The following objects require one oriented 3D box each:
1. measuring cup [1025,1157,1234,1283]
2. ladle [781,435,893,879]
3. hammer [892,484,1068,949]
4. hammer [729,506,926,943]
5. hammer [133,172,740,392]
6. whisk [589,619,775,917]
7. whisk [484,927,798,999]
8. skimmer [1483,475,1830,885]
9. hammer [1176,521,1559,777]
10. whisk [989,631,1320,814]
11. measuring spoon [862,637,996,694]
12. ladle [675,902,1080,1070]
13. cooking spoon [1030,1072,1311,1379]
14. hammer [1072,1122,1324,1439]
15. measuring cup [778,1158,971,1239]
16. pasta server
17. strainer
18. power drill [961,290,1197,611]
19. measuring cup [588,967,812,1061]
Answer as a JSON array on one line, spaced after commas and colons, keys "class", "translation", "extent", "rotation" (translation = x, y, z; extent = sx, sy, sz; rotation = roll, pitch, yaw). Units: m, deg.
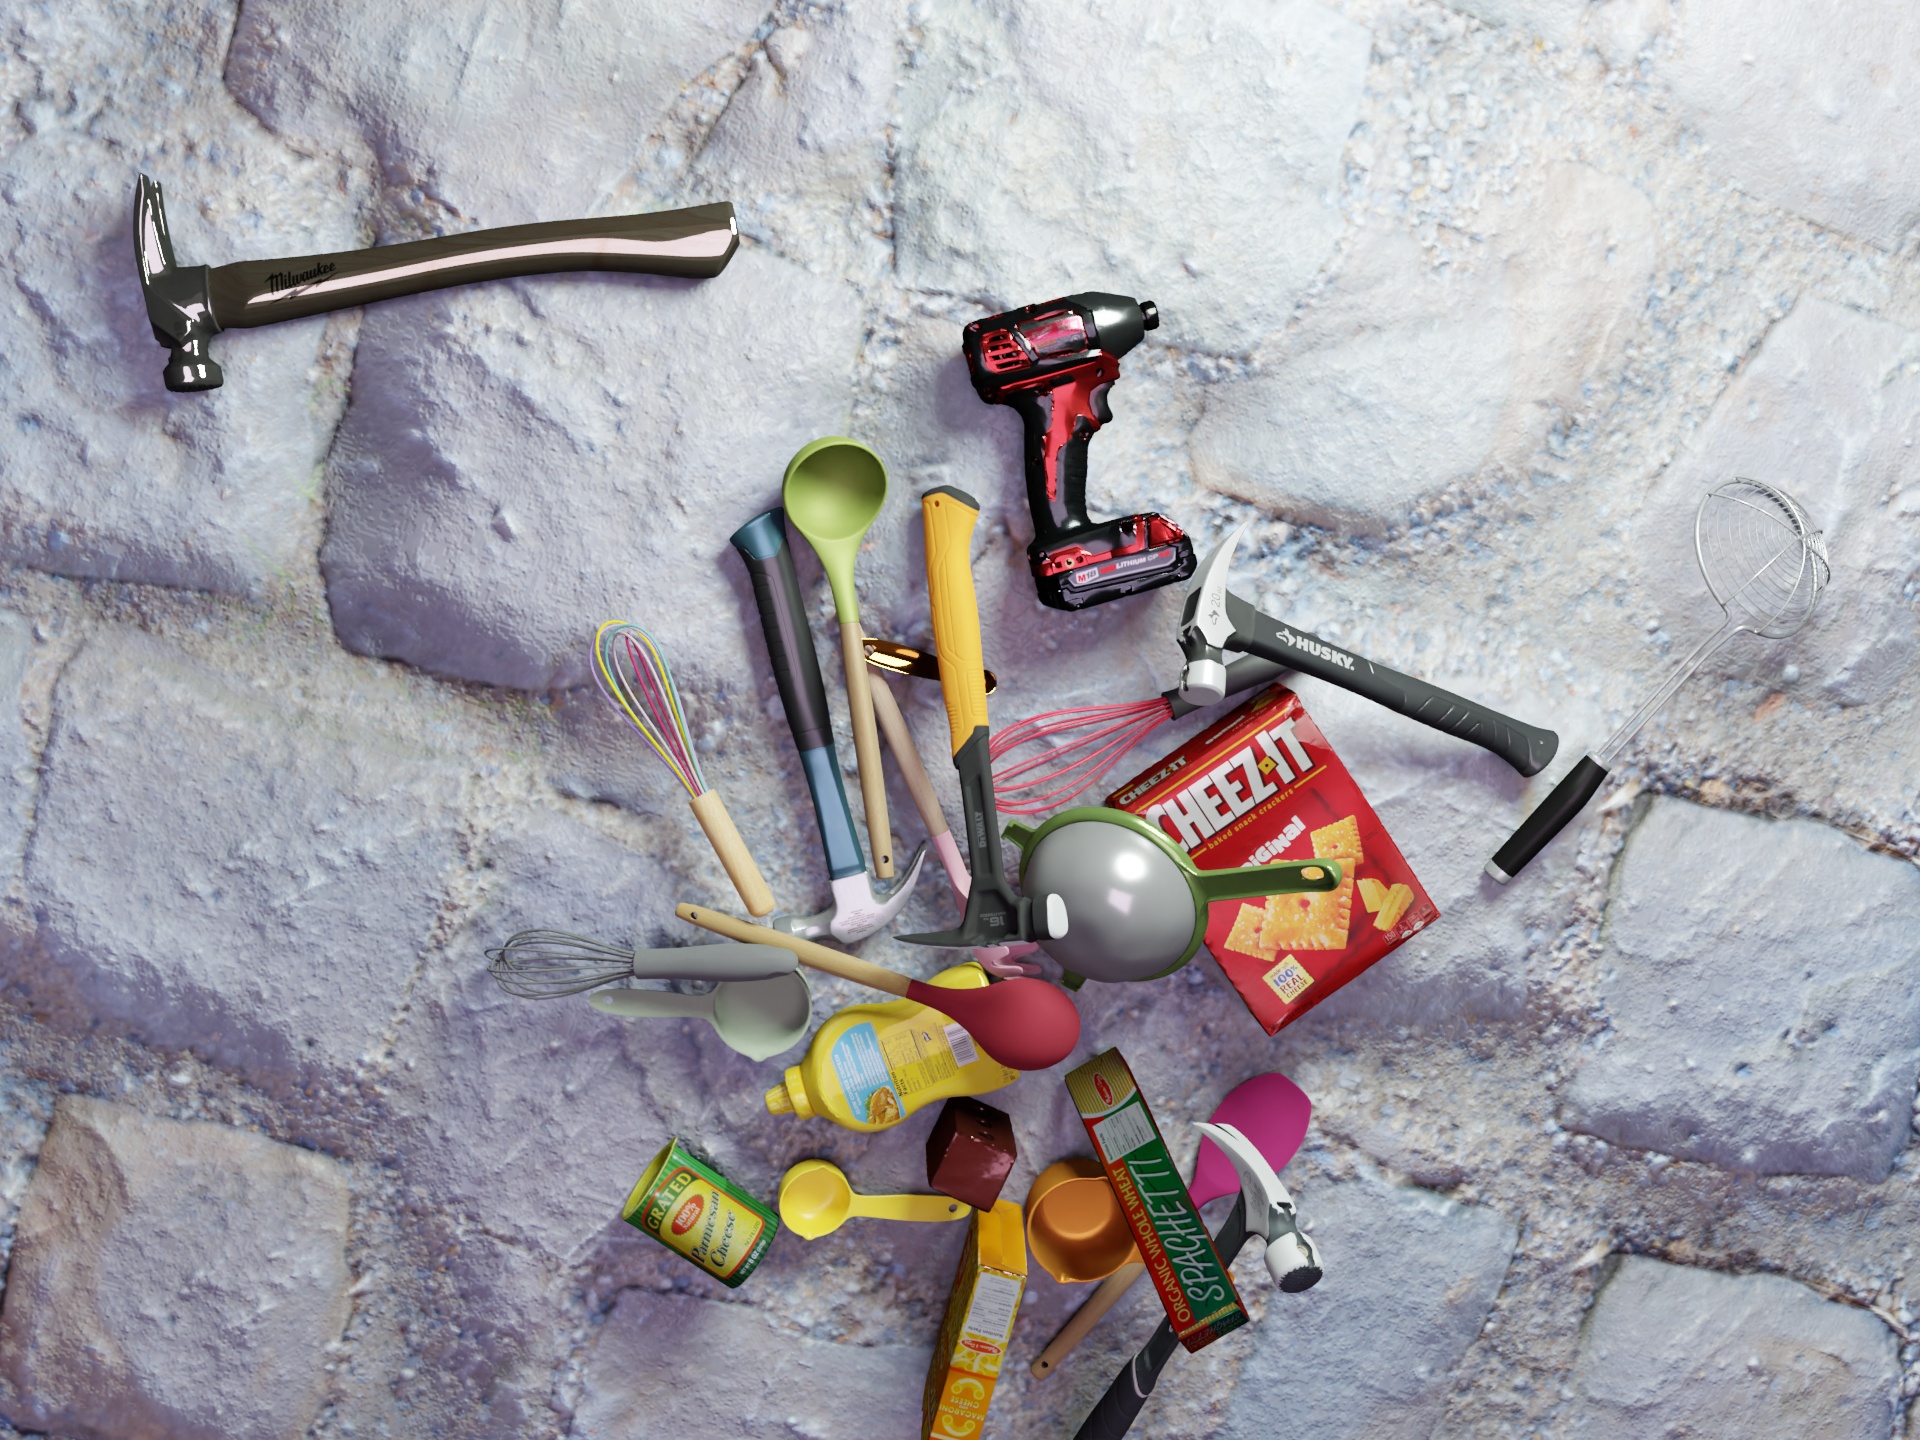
[{"class": "measuring cup", "translation": [0.133, 0.405, 1.258], "extent": [0.173, 0.052, 0.095], "rotation": [21, 98, -7]}, {"class": "ladle", "translation": [-0.074, -0.045, 1.144], "extent": [0.078, 0.062, 0.320], "rotation": [-8, 87, -16]}, {"class": "hammer", "translation": [-0.002, -0.004, 1.153], "extent": [0.127, 0.034, 0.337], "rotation": [-10, 82, 26]}, {"class": "hammer", "translation": [-0.113, 0.007, 1.189], "extent": [0.128, 0.033, 0.331], "rotation": [-14, 99, -2]}, {"class": "hammer", "translation": [-0.363, -0.331, 1.117], "extent": [0.410, 0.038, 0.146], "rotation": [-9, 98, -4]}, {"class": "whisk", "translation": [-0.199, 0.034, 1.174], "extent": [0.051, 0.047, 0.245], "rotation": [-27, 96, 10]}, {"class": "whisk", "translation": [-0.237, 0.178, 1.176], "extent": [0.239, 0.055, 0.055], "rotation": [-2, 99, 7]}, {"class": "skimmer", "translation": [0.529, -0.024, 1.238], "extent": [0.127, 0.090, 0.363], "rotation": [35, 105, -13]}, {"class": "hammer", "translation": [0.310, -0.032, 1.185], "extent": [0.334, 0.035, 0.146], "rotation": [20, 61, -19]}, {"class": "whisk", "translation": [0.139, -0.003, 1.197], "extent": [0.296, 0.073, 0.073], "rotation": [-23, 100, -6]}, {"class": "measuring spoon", "translation": [-0.028, -0.040, 1.191], "extent": [0.117, 0.011, 0.021], "rotation": [15, 77, -15]}, {"class": "ladle", "translation": [-0.063, 0.189, 1.182], "extent": [0.315, 0.031, 0.069], "rotation": [18, 90, 4]}, {"class": "cooking spoon", "translation": [0.164, 0.411, 1.279], "extent": [0.069, 0.017, 0.319], "rotation": [42, 94, 10]}, {"class": "hammer", "translation": [0.143, 0.478, 1.203], "extent": [0.036, 0.149, 0.408], "rotation": [10, 122, -24]}, {"class": "measuring cup", "translation": [-0.068, 0.378, 1.258], "extent": [0.156, 0.029, 0.062], "rotation": [8, 98, -18]}, {"class": "pasta server", "translation": [-0.020, 0.058, 1.202], "extent": [0.040, 0.060, 0.316], "rotation": [-21, 97, 21]}, {"class": "strainer", "translation": [0.146, 0.136, 1.145], "extent": [0.256, 0.069, 0.151], "rotation": [-11, 110, 33]}, {"class": "power drill", "translation": [0.095, -0.199, 1.156], "extent": [0.143, 0.078, 0.219], "rotation": [-16, 97, -2]}, {"class": "measuring cup", "translation": [-0.196, 0.212, 1.213], "extent": [0.167, 0.038, 0.083], "rotation": [3, 98, -3]}]
